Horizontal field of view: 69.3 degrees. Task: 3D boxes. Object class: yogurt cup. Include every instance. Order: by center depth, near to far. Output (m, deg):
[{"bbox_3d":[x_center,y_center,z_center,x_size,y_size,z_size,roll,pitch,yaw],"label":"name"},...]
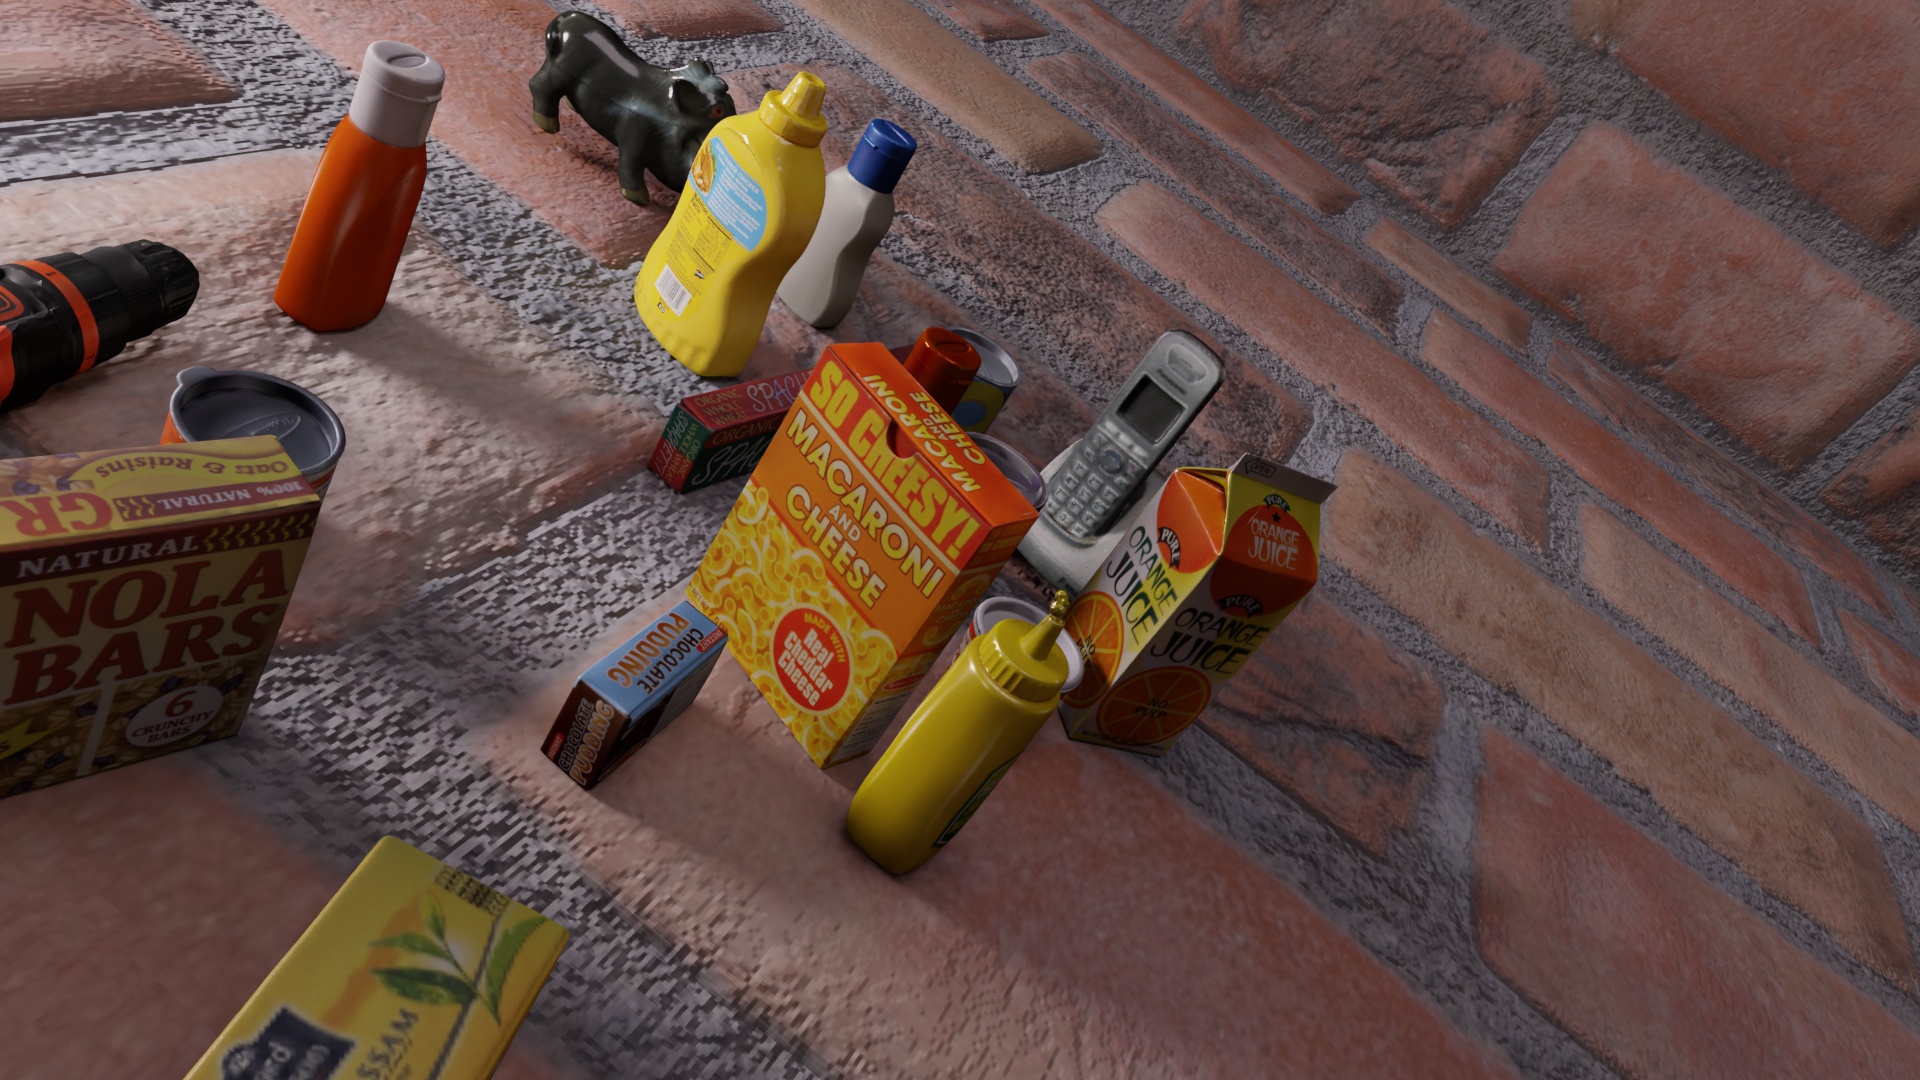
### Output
[{"bbox_3d":[0.025,0.072,0.758,0.072,0.053,0.073,25,32,-16],"label":"yogurt cup"}]

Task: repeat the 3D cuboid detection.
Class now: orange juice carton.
[{"bbox_3d":[0.129,0.030,0.781,0.072,0.191,0.073,16,35,-29],"label":"orange juice carton"}]

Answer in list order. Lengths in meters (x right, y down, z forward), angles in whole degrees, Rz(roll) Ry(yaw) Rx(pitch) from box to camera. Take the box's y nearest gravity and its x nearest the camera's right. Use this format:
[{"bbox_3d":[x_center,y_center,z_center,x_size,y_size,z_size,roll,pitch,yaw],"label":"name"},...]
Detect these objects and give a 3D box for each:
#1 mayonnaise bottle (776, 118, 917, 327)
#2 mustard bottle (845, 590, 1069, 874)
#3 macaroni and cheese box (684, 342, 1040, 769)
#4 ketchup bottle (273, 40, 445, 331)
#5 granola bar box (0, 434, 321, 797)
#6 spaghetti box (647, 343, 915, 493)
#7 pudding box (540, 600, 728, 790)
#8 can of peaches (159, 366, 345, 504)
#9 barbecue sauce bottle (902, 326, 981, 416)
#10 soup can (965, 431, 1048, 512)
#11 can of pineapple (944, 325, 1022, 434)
[{"bbox_3d":[-0.080,-0.225,0.980,0.065,0.147,0.041,48,33,22],"label":"mayonnaise bottle"},{"bbox_3d":[0.006,0.083,0.622,0.049,0.159,0.065,41,31,11],"label":"mustard bottle"},{"bbox_3d":[-0.053,0.008,0.662,0.124,0.165,0.040,48,33,22],"label":"macaroni and cheese box"},{"bbox_3d":[-0.300,-0.178,0.703,0.043,0.148,0.065,34,30,-1],"label":"ketchup bottle"},{"bbox_3d":[-0.301,0.031,0.435,0.039,0.123,0.166,47,33,20],"label":"granola bar box"},{"bbox_3d":[-0.093,-0.081,0.863,0.029,0.050,0.251,43,32,14],"label":"spaghetti box"},{"bbox_3d":[-0.141,0.066,0.611,0.030,0.049,0.084,37,31,5],"label":"pudding box"},{"bbox_3d":[-0.303,-0.030,0.584,0.071,0.057,0.071,25,32,-16],"label":"can of peaches"},{"bbox_3d":[-0.040,-0.050,0.775,0.065,0.147,0.044,-8,51,-49],"label":"barbecue sauce bottle"},{"bbox_3d":[0.003,-0.010,0.823,0.071,0.083,0.072,25,32,-16],"label":"soup can"},{"bbox_3d":[0.000,-0.110,0.985,0.071,0.057,0.071,25,32,-16],"label":"can of pineapple"}]
